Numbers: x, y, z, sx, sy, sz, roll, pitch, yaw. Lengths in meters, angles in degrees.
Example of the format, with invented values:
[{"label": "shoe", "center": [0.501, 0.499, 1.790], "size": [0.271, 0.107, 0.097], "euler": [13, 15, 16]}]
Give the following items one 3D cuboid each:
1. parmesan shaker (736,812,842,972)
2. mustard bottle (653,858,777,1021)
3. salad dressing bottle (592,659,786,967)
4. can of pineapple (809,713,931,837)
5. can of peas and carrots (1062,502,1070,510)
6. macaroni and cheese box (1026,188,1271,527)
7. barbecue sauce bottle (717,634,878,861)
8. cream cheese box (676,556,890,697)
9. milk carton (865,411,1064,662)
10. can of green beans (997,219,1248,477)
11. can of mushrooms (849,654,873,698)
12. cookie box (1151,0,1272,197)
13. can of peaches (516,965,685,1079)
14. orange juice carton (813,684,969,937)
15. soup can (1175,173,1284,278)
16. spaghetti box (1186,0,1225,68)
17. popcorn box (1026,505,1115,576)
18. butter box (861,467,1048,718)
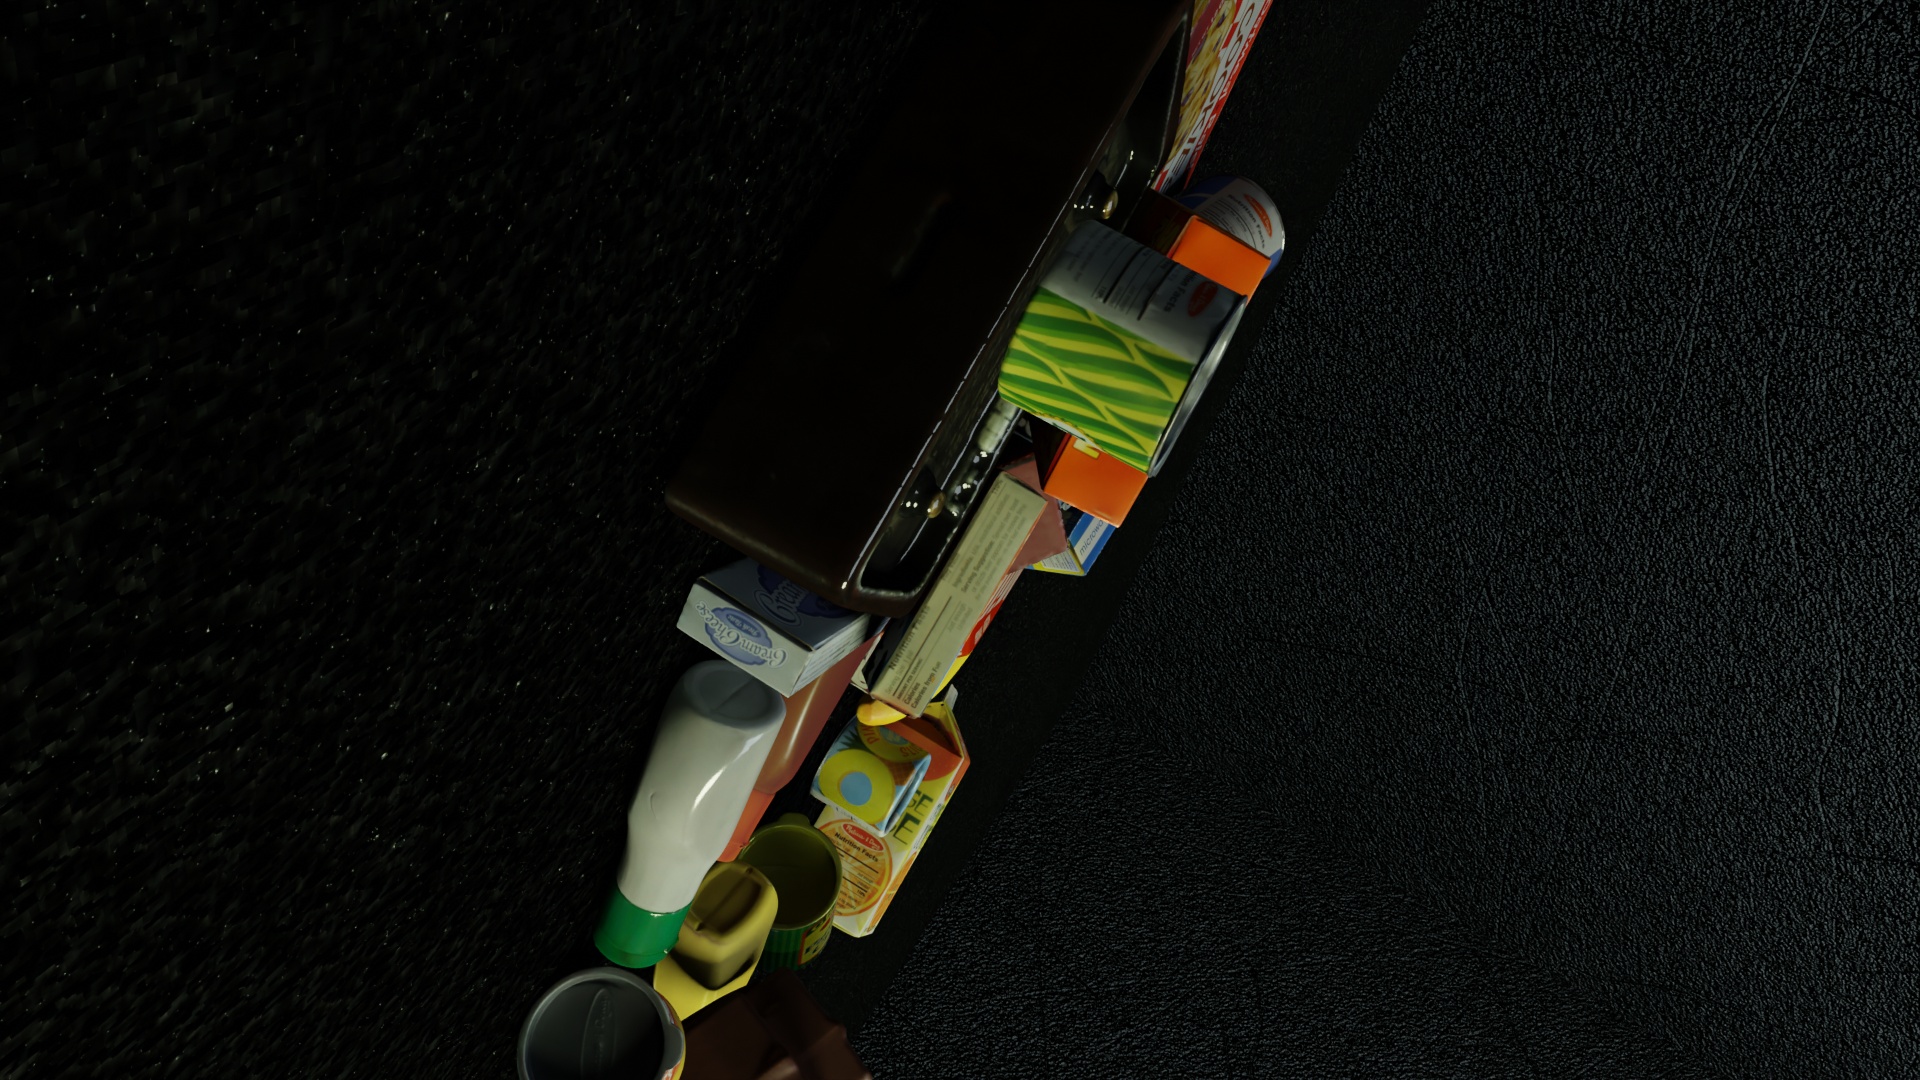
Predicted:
[{"label": "parmesan shaker", "center": [-0.109, 0.220, 0.860], "size": [0.071, 0.071, 0.102], "euler": [-54, 169, -31]}, {"label": "mustard bottle", "center": [-0.145, 0.242, 0.786], "size": [0.066, 0.049, 0.159], "euler": [-45, 163, -45]}, {"label": "salad dressing bottle", "center": [-0.119, 0.119, 0.588], "size": [0.147, 0.044, 0.064], "euler": [-64, 170, 27]}, {"label": "can of pineapple", "center": [-0.060, 0.157, 0.943], "size": [0.071, 0.058, 0.070], "euler": [-57, 169, -17]}, {"label": "can of peas and carrots", "center": [0.061, -0.064, 0.913], "size": [0.071, 0.059, 0.070], "euler": [-58, 169, -18]}, {"label": "macaroni and cheese box", "center": [0.075, -0.089, 0.615], "size": [0.123, 0.040, 0.167], "euler": [-62, -172, 16]}, {"label": "barbecue sauce bottle", "center": [-0.082, 0.076, 0.643], "size": [0.148, 0.044, 0.065], "euler": [-60, 174, -1]}, {"label": "cream cheese box", "center": [-0.065, 0.027, 0.559], "size": [0.024, 0.053, 0.104], "euler": [-62, 170, 17]}, {"label": "milk carton", "center": [0.003, -0.009, 0.737], "size": [0.191, 0.073, 0.072], "euler": [-57, 170, -16]}, {"label": "can of green beans", "center": [0.052, -0.063, 0.454], "size": [0.071, 0.058, 0.071], "euler": [-59, 170, -16]}, {"label": "can of mushrooms", "center": [-0.045, 0.052, 0.790], "size": [0.071, 0.033, 0.071], "euler": [-57, 169, -16]}, {"label": "cookie box", "center": [0.101, -0.228, 0.708], "size": [0.168, 0.040, 0.122], "euler": [-44, 162, -56]}, {"label": "can of peaches", "center": [-0.158, 0.230, 0.626], "size": [0.071, 0.071, 0.057], "euler": [-56, 170, -23]}, {"label": "orange juice carton", "center": [-0.052, 0.194, 1.042], "size": [0.193, 0.073, 0.071], "euler": [-59, 170, -10]}, {"label": "soup can", "center": [0.128, -0.155, 0.769], "size": [0.084, 0.071, 0.071], "euler": [-40, 159, -37]}, {"label": "spaghetti box", "center": [0.037, -0.148, 0.582], "size": [0.250, 0.050, 0.028], "euler": [-61, 169, 4]}, {"label": "popcorn box", "center": [0.074, -0.034, 0.978], "size": [0.127, 0.085, 0.038], "euler": [-54, 133, -33]}, {"label": "butter box", "center": [-0.003, 0.019, 0.565], "size": [0.103, 0.024, 0.053], "euler": [-60, -170, -1]}]
